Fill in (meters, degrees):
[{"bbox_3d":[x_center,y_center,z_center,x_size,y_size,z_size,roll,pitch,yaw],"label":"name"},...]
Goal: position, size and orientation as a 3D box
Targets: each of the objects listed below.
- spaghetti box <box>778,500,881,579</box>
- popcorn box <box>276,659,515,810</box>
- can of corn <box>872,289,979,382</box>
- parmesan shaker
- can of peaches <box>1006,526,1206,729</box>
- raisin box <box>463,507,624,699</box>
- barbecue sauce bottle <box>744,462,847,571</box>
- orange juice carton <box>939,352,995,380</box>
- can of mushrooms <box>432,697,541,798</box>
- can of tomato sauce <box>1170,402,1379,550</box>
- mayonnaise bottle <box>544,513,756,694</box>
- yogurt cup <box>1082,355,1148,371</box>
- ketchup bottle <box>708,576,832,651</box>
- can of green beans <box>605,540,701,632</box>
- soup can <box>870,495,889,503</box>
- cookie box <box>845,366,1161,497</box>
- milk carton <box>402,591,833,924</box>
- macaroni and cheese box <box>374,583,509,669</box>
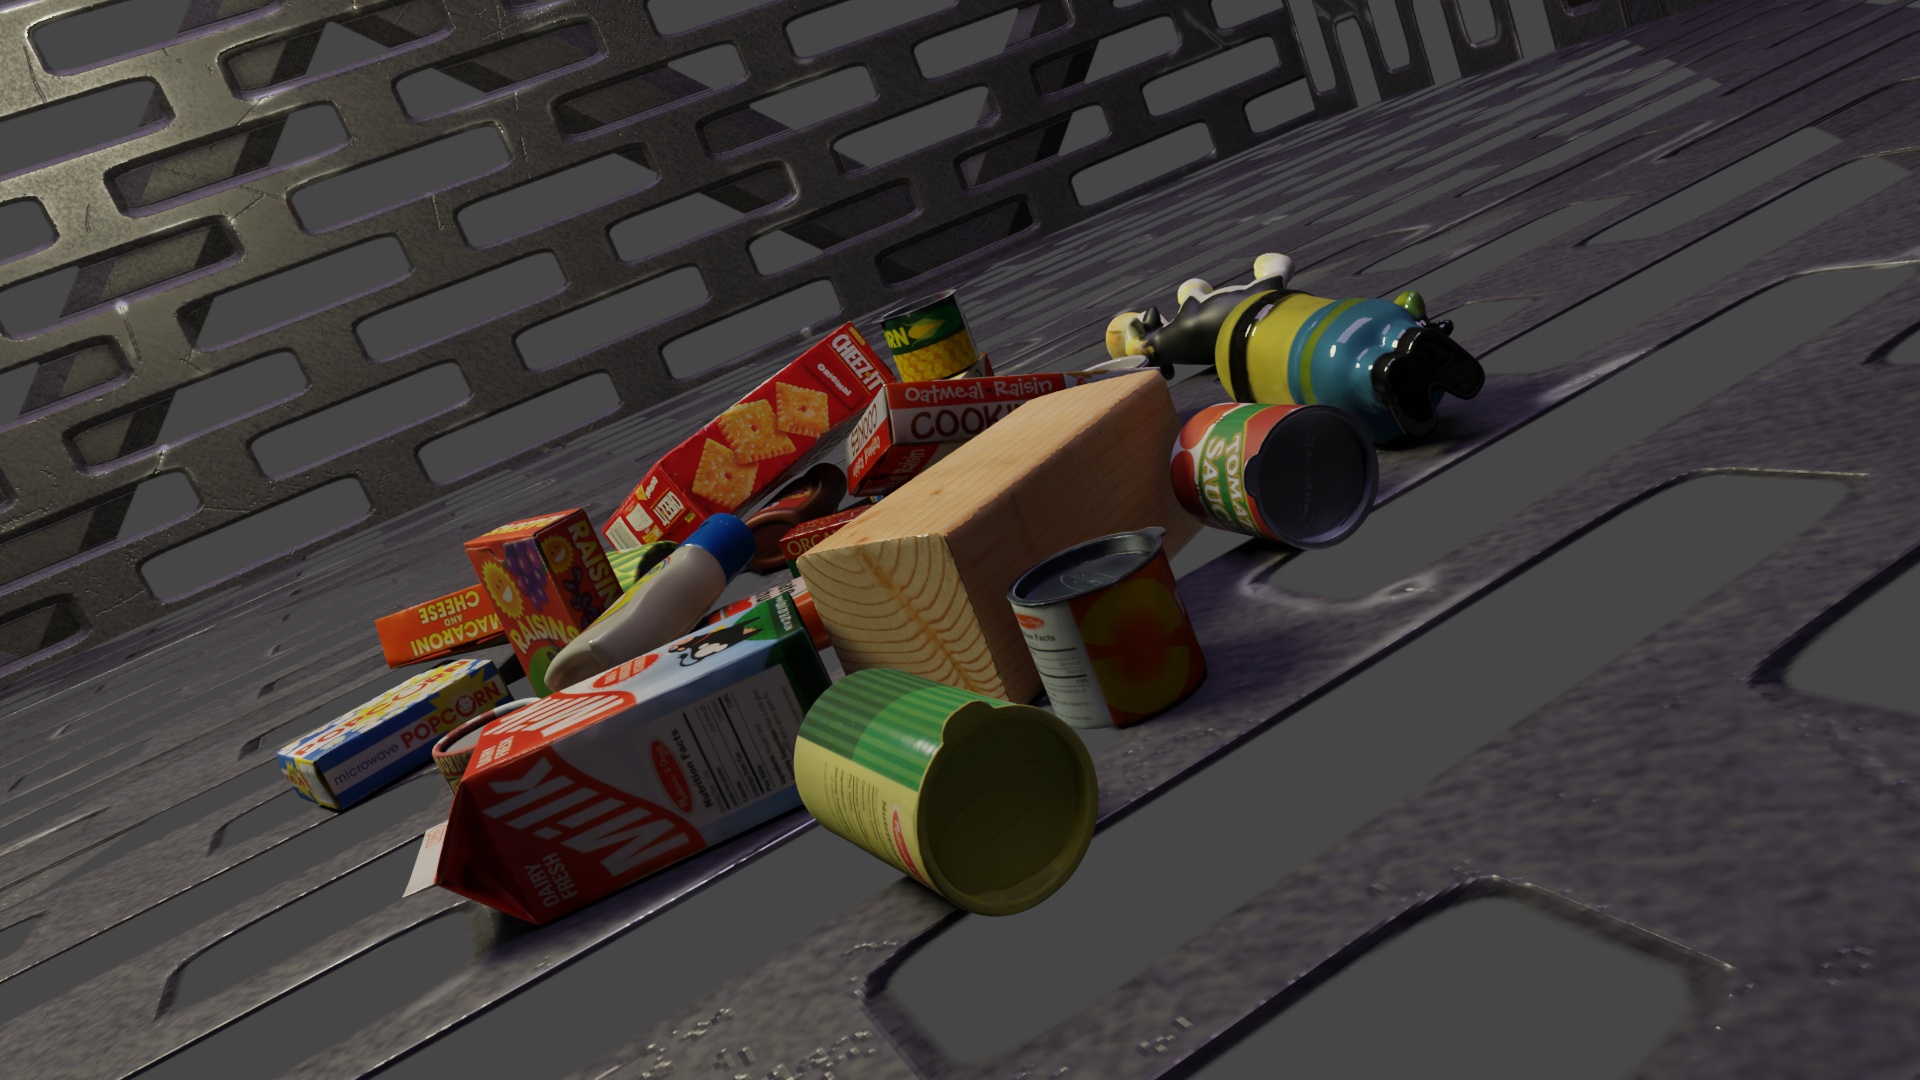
[{"bbox_3d":[0.003,-0.010,0.829,0.249,0.050,0.029,-15,15,27],"label":"spaghetti box"},{"bbox_3d":[-0.365,0.123,0.900,0.127,0.038,0.085,-33,16,-37],"label":"popcorn box"},{"bbox_3d":[-0.027,-0.160,1.105,0.071,0.058,0.071,-20,15,6],"label":"can of corn"},{"bbox_3d":[-0.009,0.079,0.477,0.071,0.071,0.103,-28,16,-24],"label":"parmesan shaker"},{"bbox_3d":[0.062,0.035,0.563,0.071,0.058,0.071,-20,13,5],"label":"can of peaches"},{"bbox_3d":[-0.231,0.047,0.811,0.086,0.123,0.040,-7,20,45],"label":"raisin box"},{"bbox_3d":[-0.123,-0.022,1.069,0.065,0.043,0.149,-20,14,17],"label":"barbecue sauce bottle"},{"bbox_3d":[-0.011,-0.096,1.118,0.073,0.071,0.193,-16,16,20],"label":"orange juice carton"},{"bbox_3d":[-0.258,0.118,0.774,0.071,0.033,0.071,-20,14,5],"label":"can of mushrooms"},{"bbox_3d":[0.147,-0.033,0.668,0.071,0.071,0.083,-26,14,-15],"label":"can of tomato sauce"},{"bbox_3d":[-0.166,0.036,0.775,0.064,0.041,0.149,-33,13,38],"label":"mayonnaise bottle"},{"bbox_3d":[0.107,-0.093,0.969,0.072,0.054,0.072,-20,14,6],"label":"yogurt cup"},{"bbox_3d":[-0.065,0.033,0.783,0.149,0.043,0.065,-22,10,-5],"label":"ketchup bottle"},{"bbox_3d":[-0.214,0.036,0.941,0.057,0.071,0.071,-11,18,37],"label":"can of green beans"},{"bbox_3d":[-0.027,-0.040,0.937,0.071,0.071,0.084,-24,14,-7],"label":"soup can"},{"bbox_3d":[0.023,-0.063,0.837,0.168,0.040,0.122,-5,-11,-16],"label":"cookie box"},{"bbox_3d":[-0.144,0.098,0.599,0.191,0.073,0.072,-24,14,-8],"label":"milk carton"},{"bbox_3d":[-0.319,0.050,1.015,0.123,0.040,0.167,-18,-1,16],"label":"macaroni and cheese box"}]
